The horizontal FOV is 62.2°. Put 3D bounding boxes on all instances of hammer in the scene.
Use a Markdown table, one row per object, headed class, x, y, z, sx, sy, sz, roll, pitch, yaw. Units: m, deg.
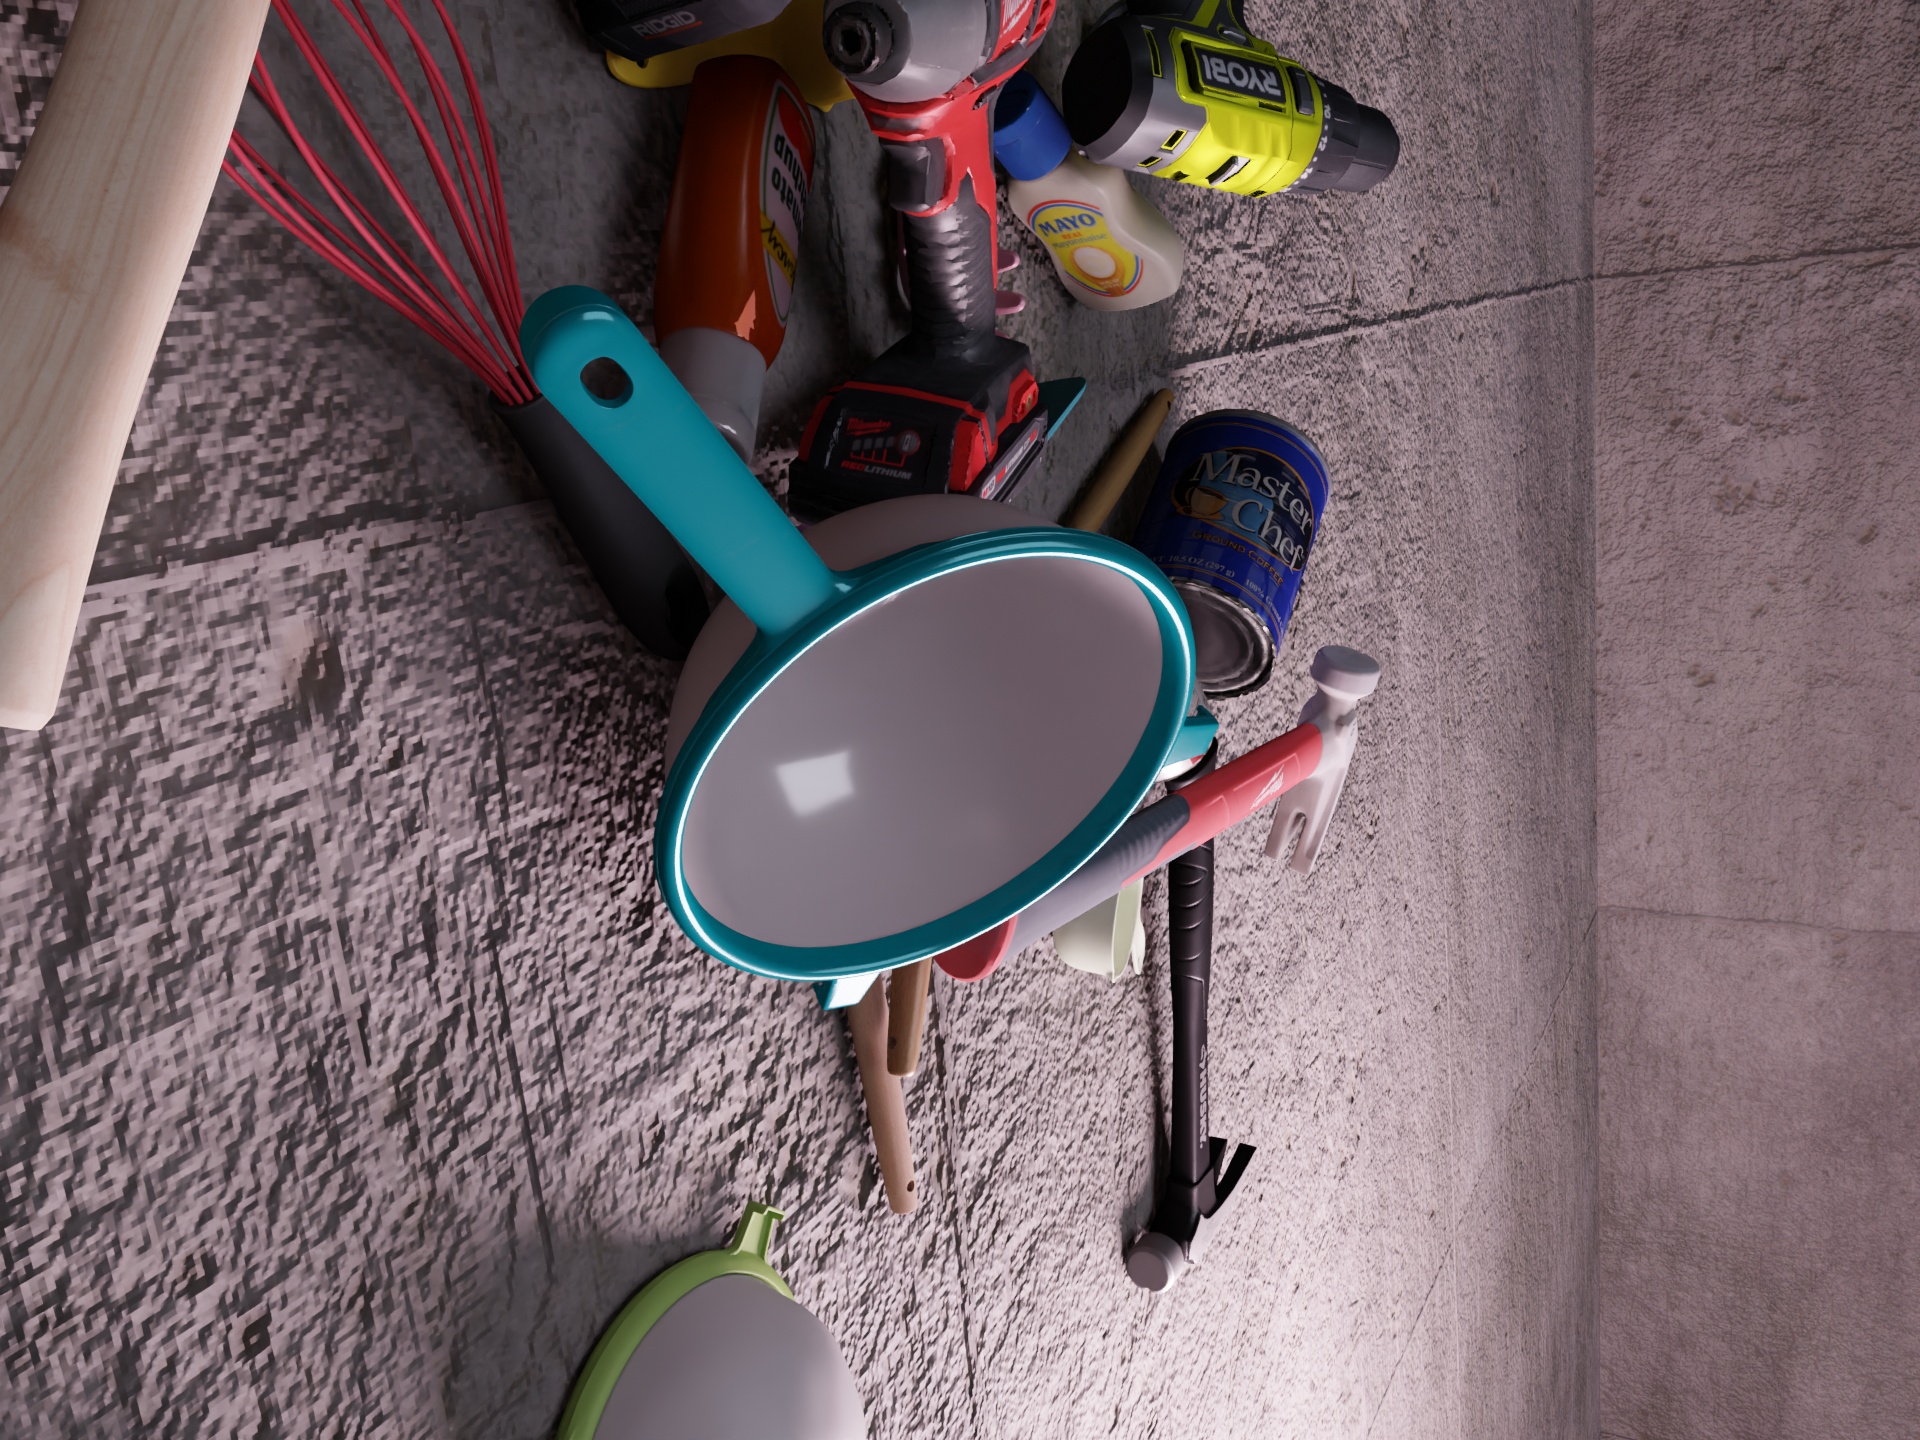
| class | x | y | z | sx | sy | sz | roll | pitch | yaw |
| --- | --- | --- | --- | --- | --- | --- | --- | --- | --- |
| hammer | -0.151 | -0.198 | 0.349 | 0.146 | 0.038 | 0.411 | 15 | 86 | -19 |
| hammer | 0.108 | 0.065 | 0.811 | 0.386 | 0.038 | 0.143 | -21 | 130 | -51 |
| hammer | 0.145 | 0.172 | 0.989 | 0.146 | 0.035 | 0.334 | -23 | 115 | -57 |

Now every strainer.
| class | x | y | z | sx | sy | sz | roll | pitch | yaw |
| --- | --- | --- | --- | --- | --- | --- | --- | --- | --- |
| strainer | -0.070 | 0.328 | 0.608 | 0.151 | 0.069 | 0.256 | -40 | 124 | -52 |
| strainer | -0.050 | -0.038 | 0.538 | 0.211 | 0.095 | 0.340 | -36 | 141 | 2 |

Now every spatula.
| class | x | y | z | sx | sy | sz | roll | pitch | yaw |
| --- | --- | --- | --- | --- | --- | --- | --- | --- | --- |
| spatula | -0.051 | 0.074 | 0.677 | 0.060 | 0.018 | 0.315 | -28 | 116 | -44 |
| spatula | -0.001 | -0.002 | 0.708 | 0.044 | 0.082 | 0.317 | 12 | 82 | -40 |

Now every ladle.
| class | x | y | z | sx | sy | sz | roll | pitch | yaw |
| --- | --- | --- | --- | --- | --- | --- | --- | --- | --- |
| ladle | 0.064 | -0.102 | 0.854 | 0.315 | 0.031 | 0.069 | -57 | 141 | -44 |

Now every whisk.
| class | x | y | z | sx | sy | sz | roll | pitch | yaw |
| --- | --- | --- | --- | --- | --- | --- | --- | --- | --- |
| whisk | -0.141 | -0.114 | 0.474 | 0.295 | 0.073 | 0.073 | 65 | 39 | -49 |

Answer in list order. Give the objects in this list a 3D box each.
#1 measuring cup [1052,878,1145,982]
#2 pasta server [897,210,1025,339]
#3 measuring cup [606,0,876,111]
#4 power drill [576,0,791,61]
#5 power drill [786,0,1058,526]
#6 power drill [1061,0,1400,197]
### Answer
| class | x | y | z | sx | sy | sz | roll | pitch | yaw |
| --- | --- | --- | --- | --- | --- | --- | --- | --- | --- |
| measuring cup | 0.082 | 0.116 | 0.903 | 0.167 | 0.038 | 0.083 | 65 | 36 | -65 |
| pasta server | -0.023 | -0.318 | 0.679 | 0.060 | 0.040 | 0.316 | -25 | 113 | -46 |
| measuring cup | -0.074 | -0.258 | 0.601 | 0.156 | 0.029 | 0.062 | -41 | 127 | -50 |
| power drill | -0.124 | -0.315 | 0.466 | 0.226 | 0.084 | 0.185 | 57 | 48 | -39 |
| power drill | -0.013 | -0.182 | 0.597 | 0.143 | 0.078 | 0.219 | -56 | 154 | -53 |
| power drill | 0.125 | -0.366 | 0.785 | 0.190 | 0.080 | 0.229 | -3 | 76 | -34 |
